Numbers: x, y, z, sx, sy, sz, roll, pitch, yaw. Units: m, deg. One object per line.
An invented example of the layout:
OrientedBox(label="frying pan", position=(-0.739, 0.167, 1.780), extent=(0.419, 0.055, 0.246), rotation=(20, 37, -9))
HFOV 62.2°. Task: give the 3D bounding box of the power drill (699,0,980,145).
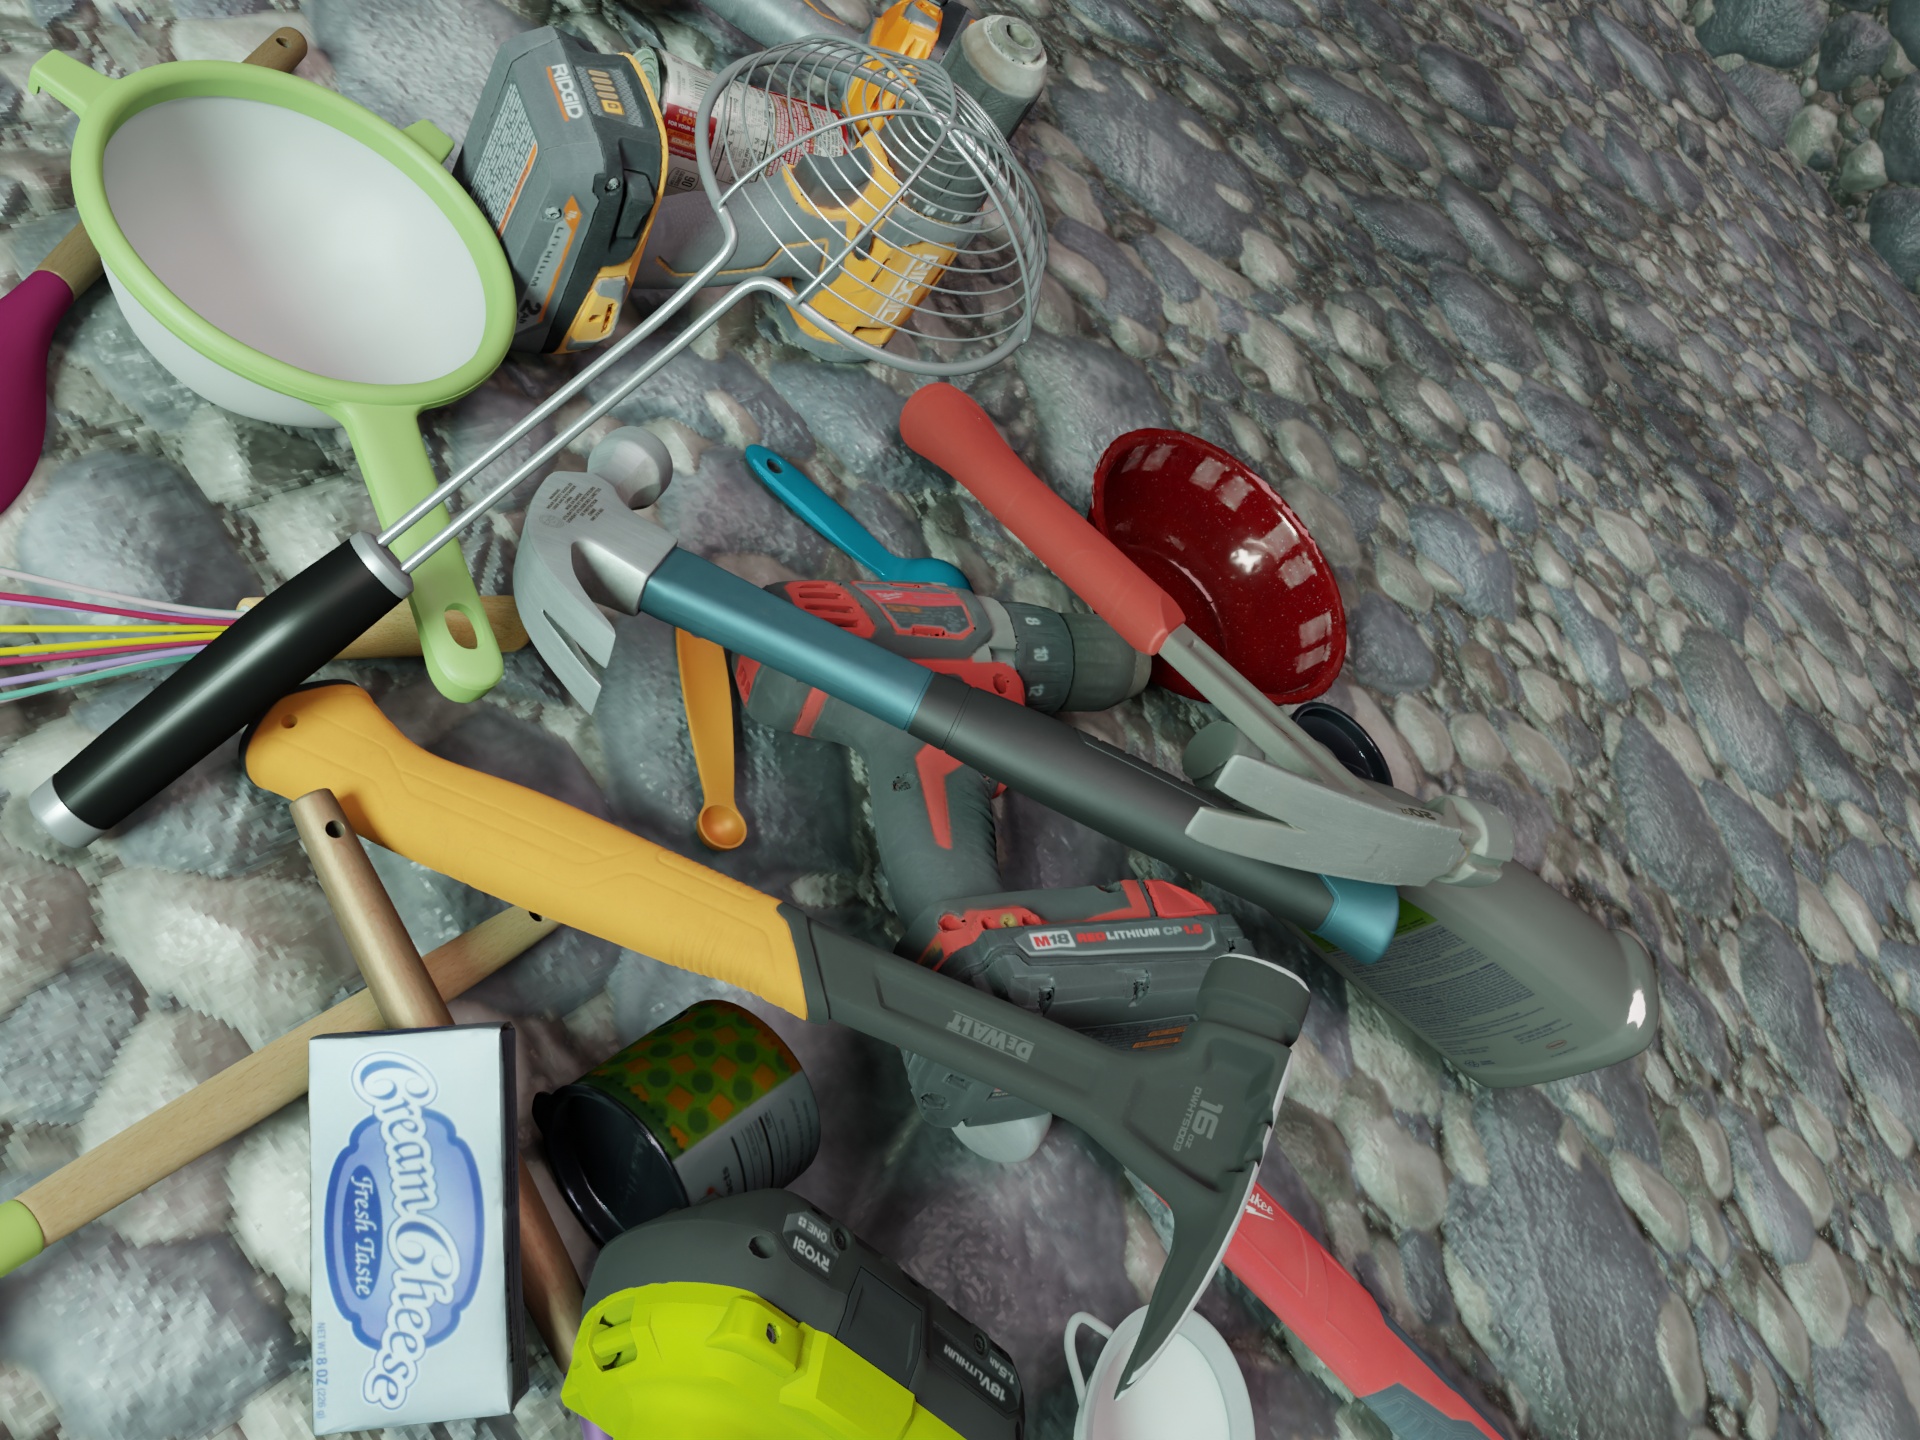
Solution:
OrientedBox(label="power drill", position=(-0.099, -0.383, 0.834), extent=(0.226, 0.084, 0.164), rotation=(26, 33, -16))

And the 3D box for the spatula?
OrientedBox(label="spatula", position=(-0.119, 0.161, 0.463), extent=(0.060, 0.018, 0.316), rotation=(-25, 85, -46))

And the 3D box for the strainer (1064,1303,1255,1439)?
OrientedBox(label="strainer", position=(0.112, 0.291, 0.557), extent=(0.258, 0.050, 0.087), rotation=(44, 49, -12))

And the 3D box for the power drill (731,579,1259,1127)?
OrientedBox(label="power drill", position=(0.026, 0.032, 0.617), extent=(0.187, 0.080, 0.227), rotation=(0, 46, -31))

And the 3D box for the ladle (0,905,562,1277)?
OrientedBox(label="ladle", position=(-0.225, 0.123, 0.422), extent=(0.078, 0.062, 0.320), rotation=(50, 37, 5))

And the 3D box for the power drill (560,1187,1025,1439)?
OrientedBox(label="power drill", position=(-0.053, 0.248, 0.386), extent=(0.171, 0.080, 0.223), rotation=(45, 34, -24))

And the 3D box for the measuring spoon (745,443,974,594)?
OrientedBox(label="measuring spoon", position=(-0.042, -0.085, 0.713), extent=(0.128, 0.021, 0.042), rotation=(39, 44, -10))

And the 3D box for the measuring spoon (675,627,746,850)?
OrientedBox(label="measuring spoon", position=(-0.100, 0.001, 0.620), extent=(0.021, 0.011, 0.117), rotation=(11, 51, -33))

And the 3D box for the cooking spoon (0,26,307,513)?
OrientedBox(label="cooking spoon", position=(-0.311, -0.170, 0.569), extent=(0.068, 0.017, 0.319), rotation=(31, 47, -19))

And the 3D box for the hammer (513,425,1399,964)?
OrientedBox(label="hammer", position=(-0.001, -0.002, 0.554), extent=(0.331, 0.033, 0.128), rotation=(25, 35, 0))

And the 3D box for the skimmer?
OrientedBox(label="skimmer", position=(-0.126, -0.084, 0.505), extent=(0.363, 0.090, 0.127), rotation=(-40, 91, -3))

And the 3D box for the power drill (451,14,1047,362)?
OrientedBox(label="power drill", position=(-0.083, -0.228, 0.670), extent=(0.226, 0.185, 0.084), rotation=(-8, 68, -38))

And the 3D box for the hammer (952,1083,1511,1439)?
OrientedBox(label="hammer", position=(0.165, 0.237, 0.636), extent=(0.386, 0.038, 0.143), rotation=(45, 42, -2))

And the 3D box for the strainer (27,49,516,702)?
OrientedBox(label="strainer", position=(-0.222, -0.111, 0.561), extent=(0.151, 0.069, 0.256), rotation=(-9, 69, -47))

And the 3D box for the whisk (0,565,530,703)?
OrientedBox(label="whisk", position=(-0.250, -0.030, 0.504), extent=(0.245, 0.047, 0.051), rotation=(-6, 76, -45))

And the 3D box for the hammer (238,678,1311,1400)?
OrientedBox(label="hammer", position=(-0.072, 0.070, 0.475), extent=(0.337, 0.034, 0.127), rotation=(22, 58, 11))

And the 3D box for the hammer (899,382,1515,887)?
OrientedBox(label="hammer", position=(0.056, -0.054, 0.636), extent=(0.149, 0.036, 0.359), rotation=(13, 25, -38))
